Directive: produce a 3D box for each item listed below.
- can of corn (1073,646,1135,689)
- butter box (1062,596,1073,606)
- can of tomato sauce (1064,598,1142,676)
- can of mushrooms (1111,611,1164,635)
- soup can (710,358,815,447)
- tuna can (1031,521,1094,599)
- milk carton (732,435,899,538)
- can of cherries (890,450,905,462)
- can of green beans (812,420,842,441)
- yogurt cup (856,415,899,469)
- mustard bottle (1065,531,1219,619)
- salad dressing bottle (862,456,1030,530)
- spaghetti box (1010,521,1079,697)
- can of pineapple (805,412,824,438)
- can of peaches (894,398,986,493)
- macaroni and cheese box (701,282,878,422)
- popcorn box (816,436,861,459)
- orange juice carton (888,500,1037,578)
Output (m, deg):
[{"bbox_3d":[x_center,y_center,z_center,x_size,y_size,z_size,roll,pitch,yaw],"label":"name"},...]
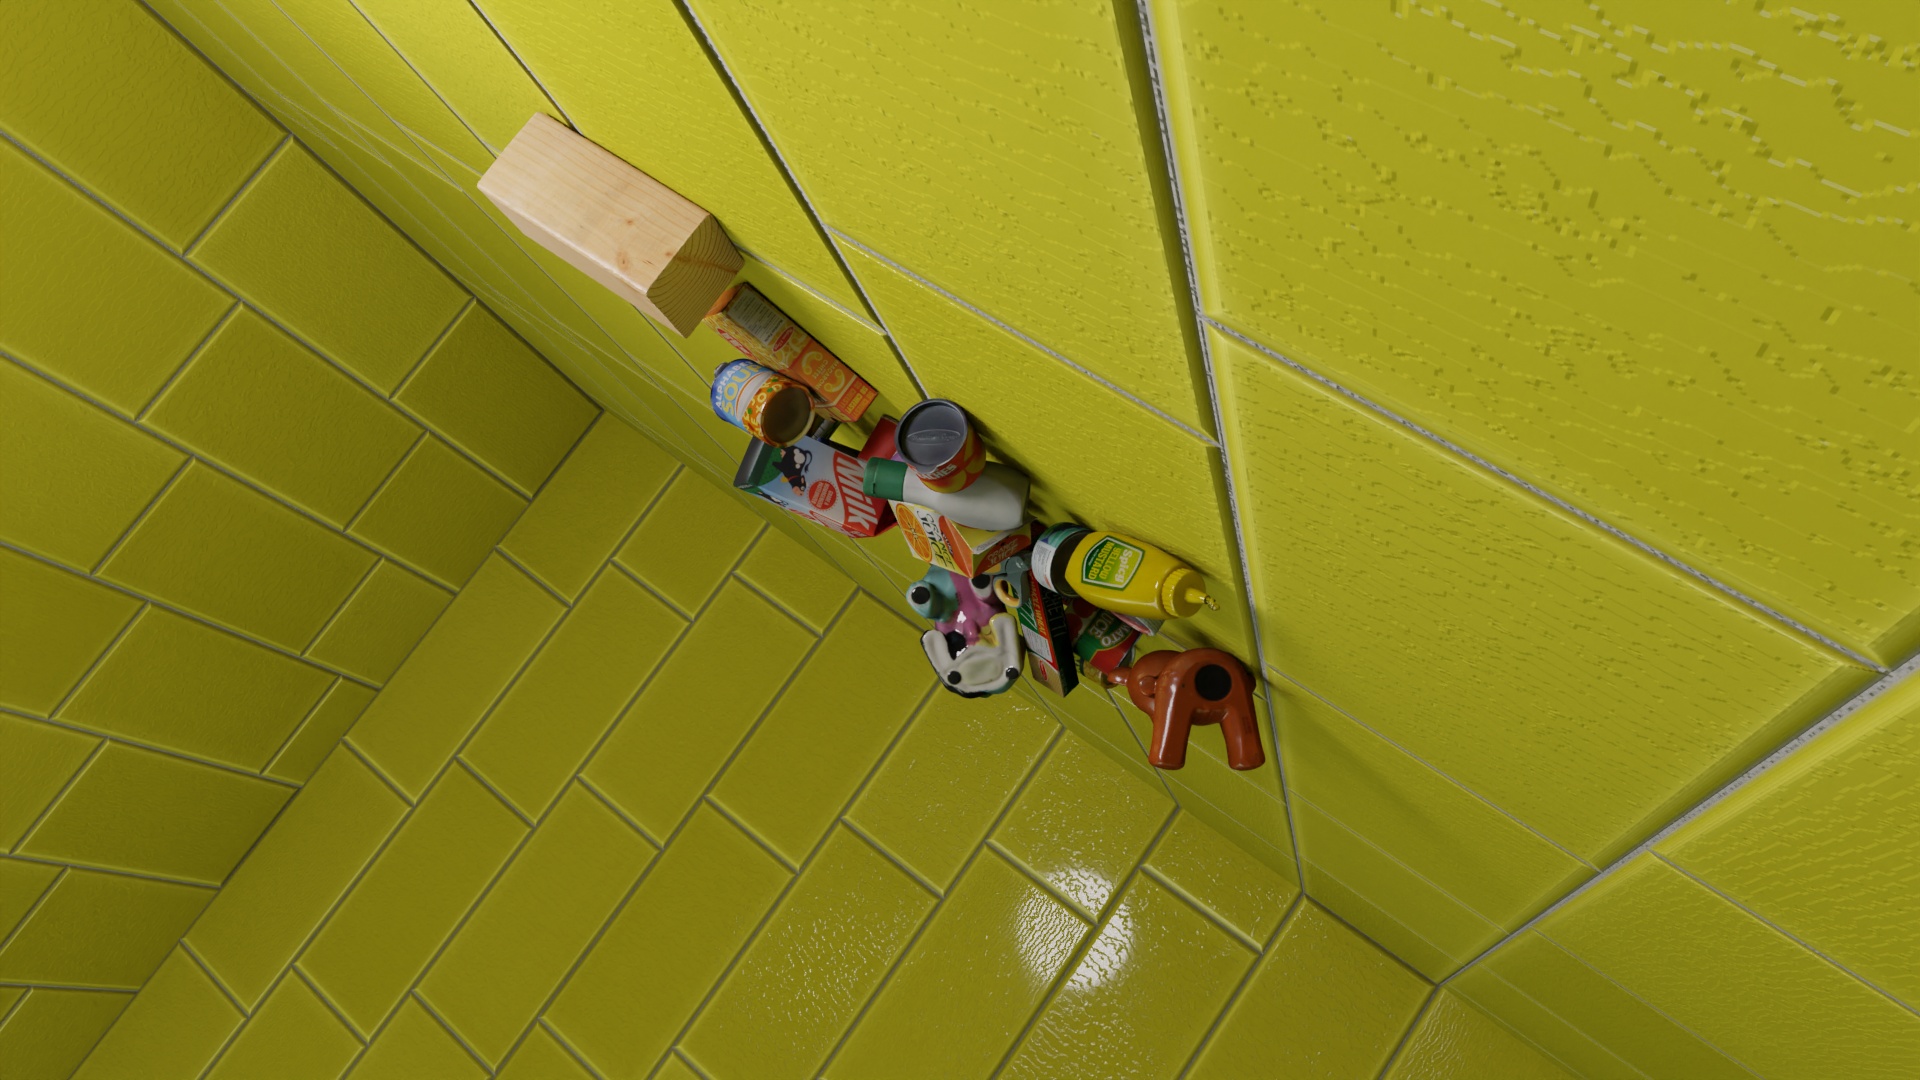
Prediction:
[{"bbox_3d":[0.167,0.140,1.674,0.058,0.071,0.071,29,169,37],"label":"can of corn"},{"bbox_3d":[0.088,0.034,1.569,0.053,0.024,0.103,28,169,49],"label":"butter box"},{"bbox_3d":[0.152,0.101,1.542,0.083,0.071,0.071,36,172,10],"label":"can of tomato sauce"},{"bbox_3d":[0.169,0.061,1.350,0.071,0.033,0.071,35,172,6],"label":"can of mushrooms"},{"bbox_3d":[-0.192,-0.134,1.340,0.084,0.071,0.071,28,168,40],"label":"soup can"},{"bbox_3d":[0.102,0.017,1.277,0.071,0.071,0.033,42,171,-36],"label":"tuna can"},{"bbox_3d":[-0.139,-0.055,1.501,0.190,0.073,0.072,25,170,-20],"label":"milk carton"},{"bbox_3d":[-0.030,-0.076,1.317,0.071,0.058,0.071,35,173,5],"label":"can of cherries"},{"bbox_3d":[-0.181,-0.135,1.616,0.071,0.058,0.071,36,172,6],"label":"can of green beans"},{"bbox_3d":[-0.070,-0.088,1.432,0.072,0.054,0.072,36,171,7],"label":"yogurt cup"},{"bbox_3d":[0.156,0.034,1.158,0.048,0.065,0.160,36,168,-36],"label":"mustard bottle"},{"bbox_3d":[-0.013,-0.047,1.253,0.148,0.044,0.064,10,126,8],"label":"salad dressing bottle"},{"bbox_3d":[0.085,0.072,1.483,0.050,0.029,0.248,30,148,38],"label":"spaghetti box"},{"bbox_3d":[-0.170,-0.148,1.493,0.071,0.058,0.071,35,172,6],"label":"can of pineapple"},{"bbox_3d":[-0.017,-0.079,1.201,0.071,0.071,0.058,32,172,27],"label":"can of peaches"},{"bbox_3d":[-0.171,-0.181,1.370,0.166,0.040,0.124,39,172,-18],"label":"macaroni and cheese box"},{"bbox_3d":[-0.124,-0.066,1.597,0.127,0.038,0.085,20,150,-20],"label":"popcorn box"},{"bbox_3d":[0.005,-0.017,1.371,0.193,0.072,0.073,17,134,64],"label":"orange juice carton"}]
